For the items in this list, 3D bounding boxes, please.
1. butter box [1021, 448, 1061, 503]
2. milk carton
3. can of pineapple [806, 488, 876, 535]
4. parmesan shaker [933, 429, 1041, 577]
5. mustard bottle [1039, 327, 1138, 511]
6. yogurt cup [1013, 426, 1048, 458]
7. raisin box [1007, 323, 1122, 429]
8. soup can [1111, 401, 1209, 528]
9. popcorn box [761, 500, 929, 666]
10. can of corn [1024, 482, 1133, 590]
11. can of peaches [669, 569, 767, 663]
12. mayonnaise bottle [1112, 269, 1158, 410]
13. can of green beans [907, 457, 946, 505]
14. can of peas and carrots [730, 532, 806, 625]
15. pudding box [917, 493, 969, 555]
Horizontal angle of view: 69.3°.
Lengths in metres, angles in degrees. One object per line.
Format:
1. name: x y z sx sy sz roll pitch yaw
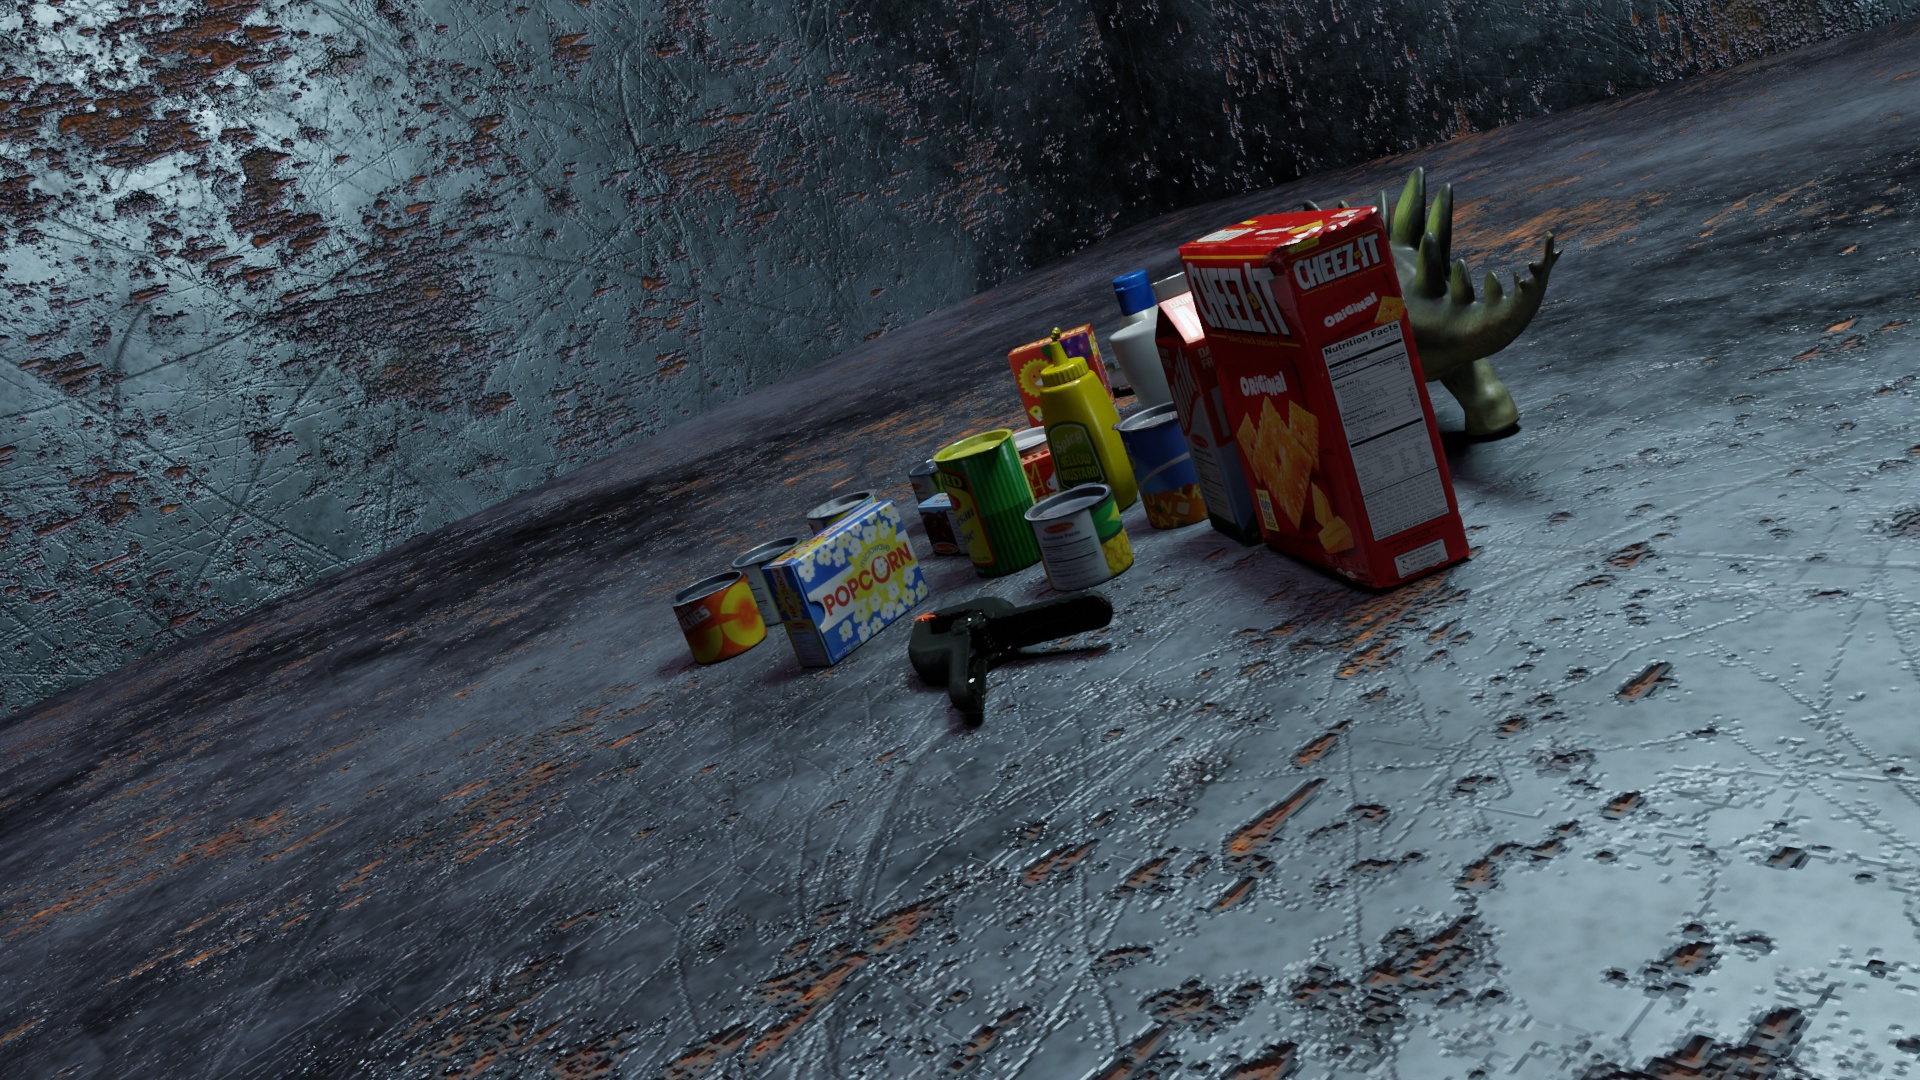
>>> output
1. butter box: 0.070 -0.050 1.231 0.103 0.053 0.024 -20 14 -1
2. milk carton: 0.194 -0.101 0.974 0.072 0.190 0.073 -22 14 -6
3. can of pineapple: -0.101 -0.008 1.296 0.071 0.057 0.071 -19 14 5
4. parmesan shaker: 0.027 -0.029 1.109 0.071 0.103 0.071 -19 14 5
5. mustard bottle: 0.099 -0.100 1.159 0.065 0.160 0.049 -9 18 39
6. yogurt cup: 0.068 -0.073 1.314 0.072 0.053 0.072 -19 14 5
7. raisin box: 0.107 -0.142 1.378 0.086 0.123 0.040 -16 14 16
8. soup can: 0.163 -0.059 1.076 0.071 0.083 0.071 -19 14 5
9. popcorn box: -0.086 0.032 1.072 0.038 0.085 0.127 -8 18 41
10. can of corn: 0.089 -0.003 1.021 0.071 0.058 0.071 -19 14 5
11. can of peaches: -0.203 0.065 1.162 0.071 0.058 0.071 -19 14 5
12. mayonnaise bottle: 0.197 -0.205 1.439 0.041 0.147 0.064 -29 16 -33
13. can of green beans: -0.010 -0.048 1.321 0.071 0.057 0.071 -19 14 5
14. can of peas and carrots: -0.158 0.034 1.214 0.071 0.058 0.071 -19 14 5
15. pudding box: 0.004 -0.015 1.196 0.030 0.049 0.083 -30 17 -36
